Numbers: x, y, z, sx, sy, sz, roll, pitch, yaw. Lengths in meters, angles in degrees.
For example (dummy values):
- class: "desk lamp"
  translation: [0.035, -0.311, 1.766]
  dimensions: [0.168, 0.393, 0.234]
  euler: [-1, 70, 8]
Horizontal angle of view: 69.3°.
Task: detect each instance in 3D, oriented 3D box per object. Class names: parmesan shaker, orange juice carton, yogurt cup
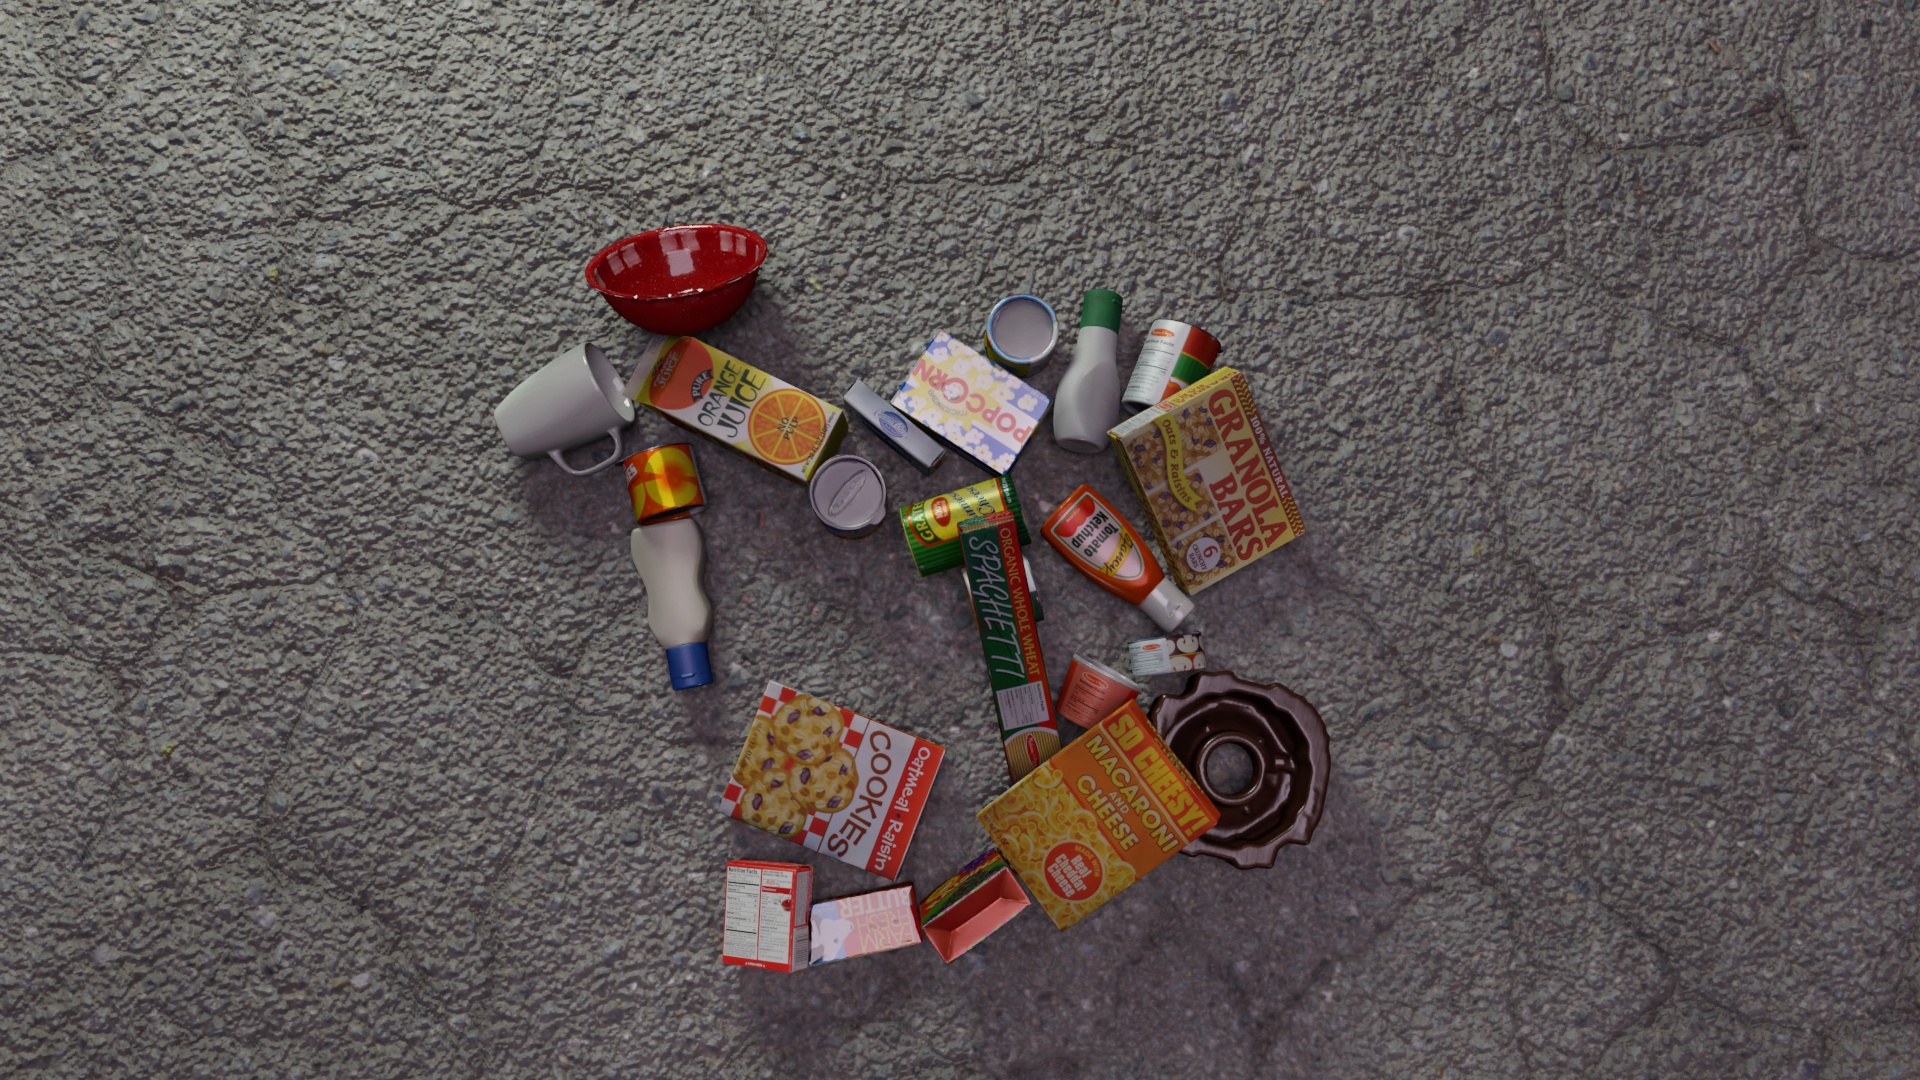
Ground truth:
- class: "parmesan shaker"
  translation: [0.004, -0.015, 1.235]
  dimensions: [0.103, 0.071, 0.071]
  euler: [-18, 84, 3]
- class: "orange juice carton"
  translation: [-0.203, -0.119, 1.244]
  dimensions: [0.193, 0.073, 0.072]
  euler: [26, 83, 2]
- class: "yogurt cup"
  translation: [0.119, 0.138, 1.225]
  dimensions: [0.072, 0.072, 0.054]
  euler: [27, 91, 2]

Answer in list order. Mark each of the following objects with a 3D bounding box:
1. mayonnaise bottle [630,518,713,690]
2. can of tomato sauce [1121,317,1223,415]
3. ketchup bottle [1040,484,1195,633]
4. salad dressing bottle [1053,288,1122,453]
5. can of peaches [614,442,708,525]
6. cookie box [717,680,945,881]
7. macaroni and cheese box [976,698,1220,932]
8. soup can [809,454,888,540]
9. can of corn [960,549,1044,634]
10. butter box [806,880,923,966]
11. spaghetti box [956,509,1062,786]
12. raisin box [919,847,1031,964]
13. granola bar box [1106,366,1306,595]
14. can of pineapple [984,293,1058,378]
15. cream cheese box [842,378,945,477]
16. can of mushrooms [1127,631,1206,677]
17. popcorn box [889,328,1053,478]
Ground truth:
- class: "mayonnaise bottle"
  translation: [-0.251, 0.058, 1.236]
  dimensions: [0.065, 0.041, 0.148]
  euler: [-11, 84, -1]
- class: "can of tomato sauce"
  translation: [0.193, -0.150, 1.263]
  dimensions: [0.071, 0.071, 0.083]
  euler: [22, 83, 1]
- class: "ketchup bottle"
  translation: [0.144, 0.020, 1.247]
  dimensions: [0.149, 0.043, 0.065]
  euler: [43, 86, 6]
- class: "salad dressing bottle"
  translation: [0.121, -0.155, 1.268]
  dimensions: [0.064, 0.044, 0.148]
  euler: [21, 73, -38]
- class: "can of peaches"
  translation: [-0.265, -0.049, 1.236]
  dimensions: [0.071, 0.071, 0.058]
  euler: [-17, 85, -3]
- class: "cookie box"
  translation: [-0.111, 0.210, 1.221]
  dimensions: [0.167, 0.040, 0.123]
  euler: [21, 83, 2]
- class: "macaroni and cheese box"
  translation: [0.116, 0.232, 1.178]
  dimensions: [0.166, 0.040, 0.124]
  euler: [-39, 83, 15]
- class: "soup can"
  translation: [-0.096, -0.035, 1.230]
  dimensions: [0.071, 0.083, 0.071]
  euler: [0, 83, -1]
- class: "can of corn"
  translation: [0.037, 0.049, 1.234]
  dimensions: [0.058, 0.071, 0.071]
  euler: [-17, 84, -3]
- class: "butter box"
  translation: [-0.087, 0.334, 1.212]
  dimensions: [0.103, 0.024, 0.053]
  euler: [-11, 84, -3]
- class: "spaghetti box"
  translation: [0.045, 0.095, 1.196]
  dimensions: [0.050, 0.029, 0.249]
  euler: [-13, 108, -3]
- class: "raisin box"
  translation: [0.010, 0.305, 1.169]
  dimensions: [0.086, 0.123, 0.040]
  euler: [-35, 87, -5]
- class: "granola bar box"
  translation: [0.219, -0.053, 1.231]
  dimensions: [0.124, 0.039, 0.165]
  euler: [-29, 111, -5]
- class: "can of pineapple"
  translation: [0.054, -0.187, 1.267]
  dimensions: [0.071, 0.058, 0.071]
  euler: [0, 83, -1]
- class: "cream cheese box"
  translation: [-0.060, -0.100, 1.255]
  dimensions: [0.104, 0.053, 0.024]
  euler: [39, 82, 3]
- class: "can of mushrooms"
  translation: [0.185, 0.101, 1.231]
  dimensions: [0.071, 0.071, 0.033]
  euler: [-8, 83, -2]
- class: "popcorn box"
  translation: [0.010, -0.123, 1.267]
  dimensions: [0.127, 0.038, 0.085]
  euler: [33, 84, 3]
